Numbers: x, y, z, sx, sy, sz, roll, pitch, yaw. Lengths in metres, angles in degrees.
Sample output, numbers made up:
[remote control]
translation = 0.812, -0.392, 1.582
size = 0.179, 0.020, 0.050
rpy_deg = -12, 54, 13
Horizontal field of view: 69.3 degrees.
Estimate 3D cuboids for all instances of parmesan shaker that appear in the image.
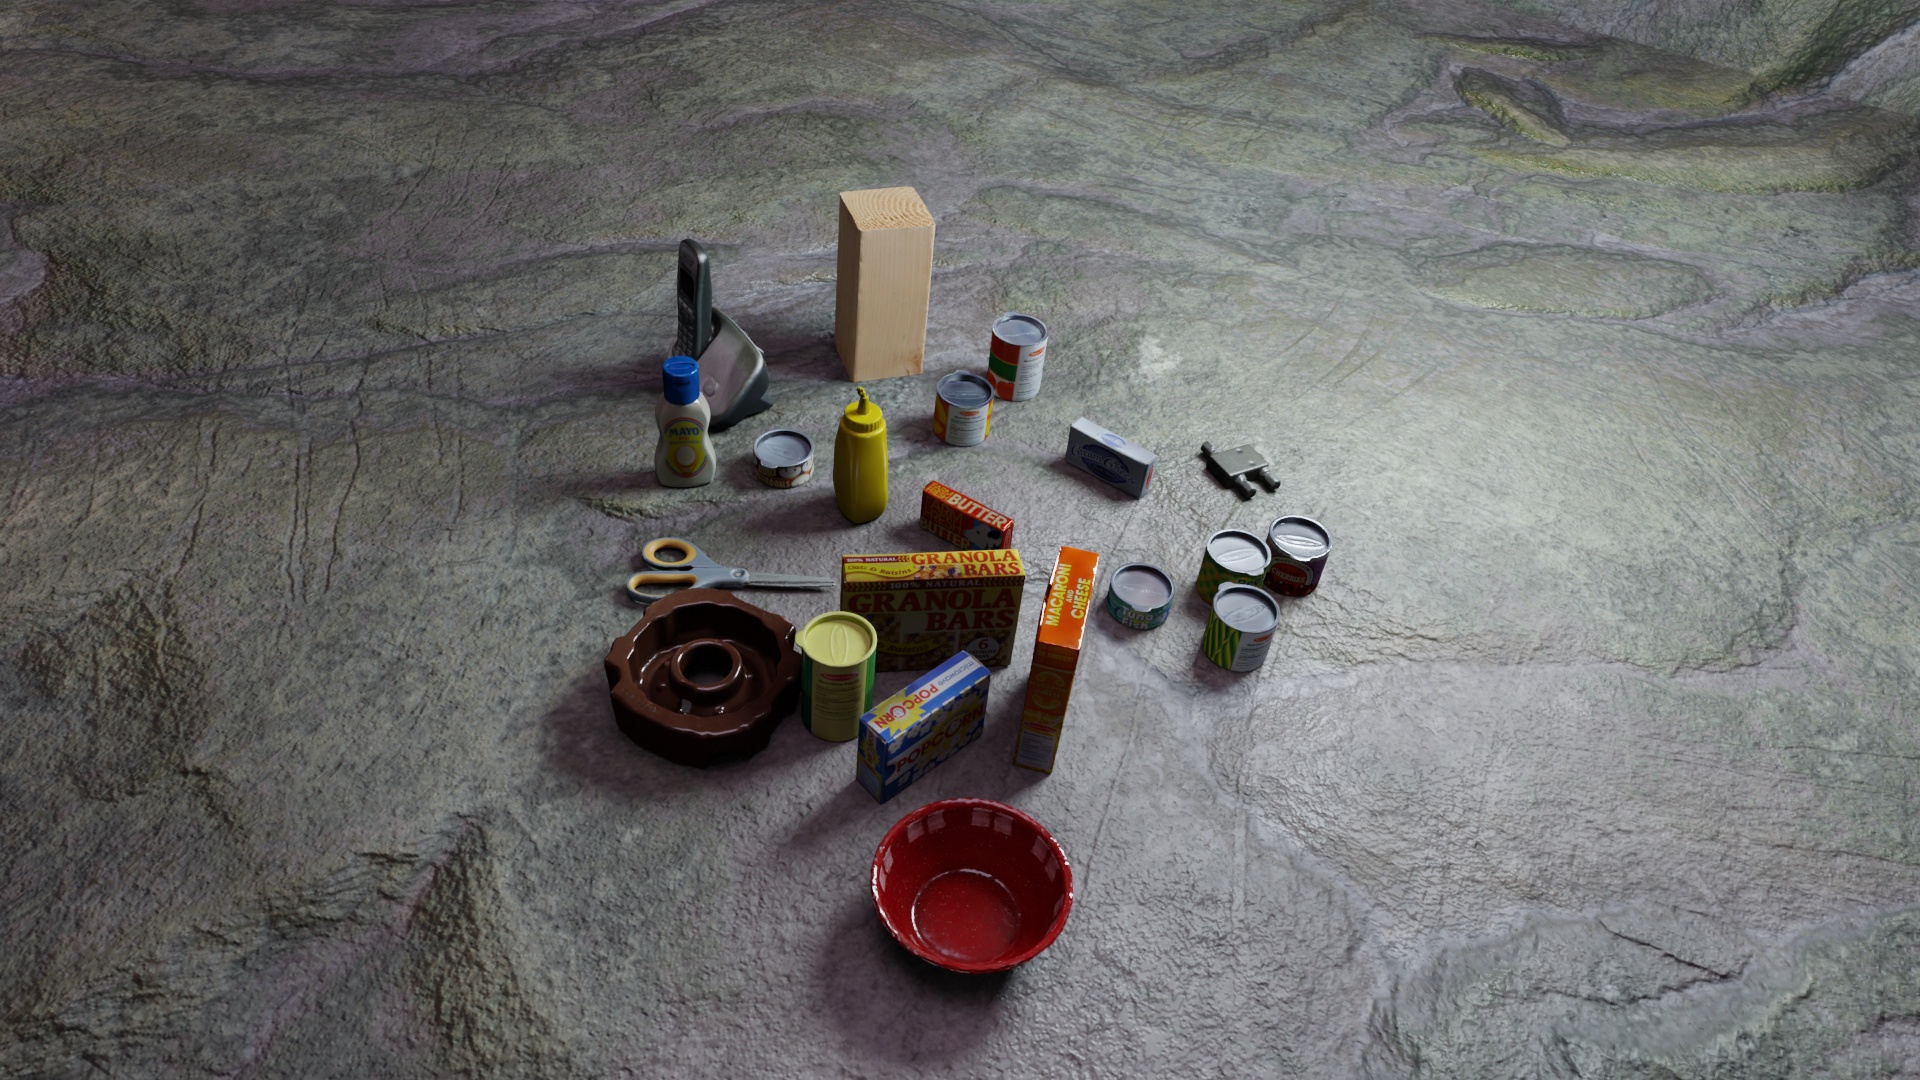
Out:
[parmesan shaker]
translation = -0.113, 0.122, 1.241
size = 0.071, 0.102, 0.072
rpy_deg = 4, 42, -3

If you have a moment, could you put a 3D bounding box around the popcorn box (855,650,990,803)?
[popcorn box]
translation = -0.032, 0.163, 1.220
size = 0.127, 0.084, 0.038
rpy_deg = -30, 54, -34

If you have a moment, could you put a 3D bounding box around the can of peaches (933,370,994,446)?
[can of peaches]
translation = 0.003, -0.151, 1.587
size = 0.071, 0.057, 0.071
rpy_deg = 4, 42, -3

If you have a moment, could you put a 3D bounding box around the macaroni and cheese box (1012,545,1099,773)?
[macaroni and cheese box]
translation = 0.084, 0.107, 1.237
size = 0.040, 0.165, 0.124
rpy_deg = 12, 43, 6

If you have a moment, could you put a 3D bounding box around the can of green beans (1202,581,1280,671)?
[can of green beans]
translation = 0.275, 0.086, 1.365
size = 0.071, 0.057, 0.071
rpy_deg = 4, 42, -3

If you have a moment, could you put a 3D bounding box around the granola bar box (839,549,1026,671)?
[granola bar box]
translation = -0.030, 0.066, 1.297
size = 0.166, 0.123, 0.039
rpy_deg = -2, 43, -9

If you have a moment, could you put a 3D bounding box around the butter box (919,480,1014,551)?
[butter box]
translation = 0.005, -0.018, 1.446
size = 0.103, 0.052, 0.024
rpy_deg = 28, 46, 21

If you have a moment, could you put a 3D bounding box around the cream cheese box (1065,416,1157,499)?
[cream cheese box]
translation = 0.167, -0.092, 1.547
size = 0.104, 0.053, 0.024
rpy_deg = 30, 47, 24

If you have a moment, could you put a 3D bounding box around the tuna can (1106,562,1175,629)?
[tuna can]
translation = 0.181, 0.058, 1.402
size = 0.071, 0.032, 0.071
rpy_deg = 4, 42, -3

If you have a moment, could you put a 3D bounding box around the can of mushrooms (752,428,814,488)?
[can of mushrooms]
translation = -0.194, -0.088, 1.511
size = 0.071, 0.033, 0.071
rpy_deg = 4, 42, -3

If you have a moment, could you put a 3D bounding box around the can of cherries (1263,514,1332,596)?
[can of cherries]
translation = 0.347, 0.018, 1.449
size = 0.071, 0.058, 0.072
rpy_deg = 4, 42, -3

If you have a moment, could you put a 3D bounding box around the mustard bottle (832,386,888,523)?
[mustard bottle]
translation = -0.101, -0.093, 1.434
size = 0.049, 0.159, 0.065
rpy_deg = -16, 47, -23

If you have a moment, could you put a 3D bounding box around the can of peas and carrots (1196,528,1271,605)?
[can of peas and carrots]
translation = 0.281, 0.032, 1.424
size = 0.071, 0.058, 0.071
rpy_deg = 4, 42, -3

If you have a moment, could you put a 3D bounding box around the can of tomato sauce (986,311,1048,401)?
[can of tomato sauce]
translation = 0.066, -0.218, 1.650
size = 0.071, 0.082, 0.071
rpy_deg = 4, 42, -3

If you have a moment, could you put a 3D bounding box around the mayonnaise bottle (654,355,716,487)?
[mayonnaise bottle]
translation = -0.290, -0.123, 1.451
size = 0.065, 0.147, 0.041
rpy_deg = -4, 43, -12
